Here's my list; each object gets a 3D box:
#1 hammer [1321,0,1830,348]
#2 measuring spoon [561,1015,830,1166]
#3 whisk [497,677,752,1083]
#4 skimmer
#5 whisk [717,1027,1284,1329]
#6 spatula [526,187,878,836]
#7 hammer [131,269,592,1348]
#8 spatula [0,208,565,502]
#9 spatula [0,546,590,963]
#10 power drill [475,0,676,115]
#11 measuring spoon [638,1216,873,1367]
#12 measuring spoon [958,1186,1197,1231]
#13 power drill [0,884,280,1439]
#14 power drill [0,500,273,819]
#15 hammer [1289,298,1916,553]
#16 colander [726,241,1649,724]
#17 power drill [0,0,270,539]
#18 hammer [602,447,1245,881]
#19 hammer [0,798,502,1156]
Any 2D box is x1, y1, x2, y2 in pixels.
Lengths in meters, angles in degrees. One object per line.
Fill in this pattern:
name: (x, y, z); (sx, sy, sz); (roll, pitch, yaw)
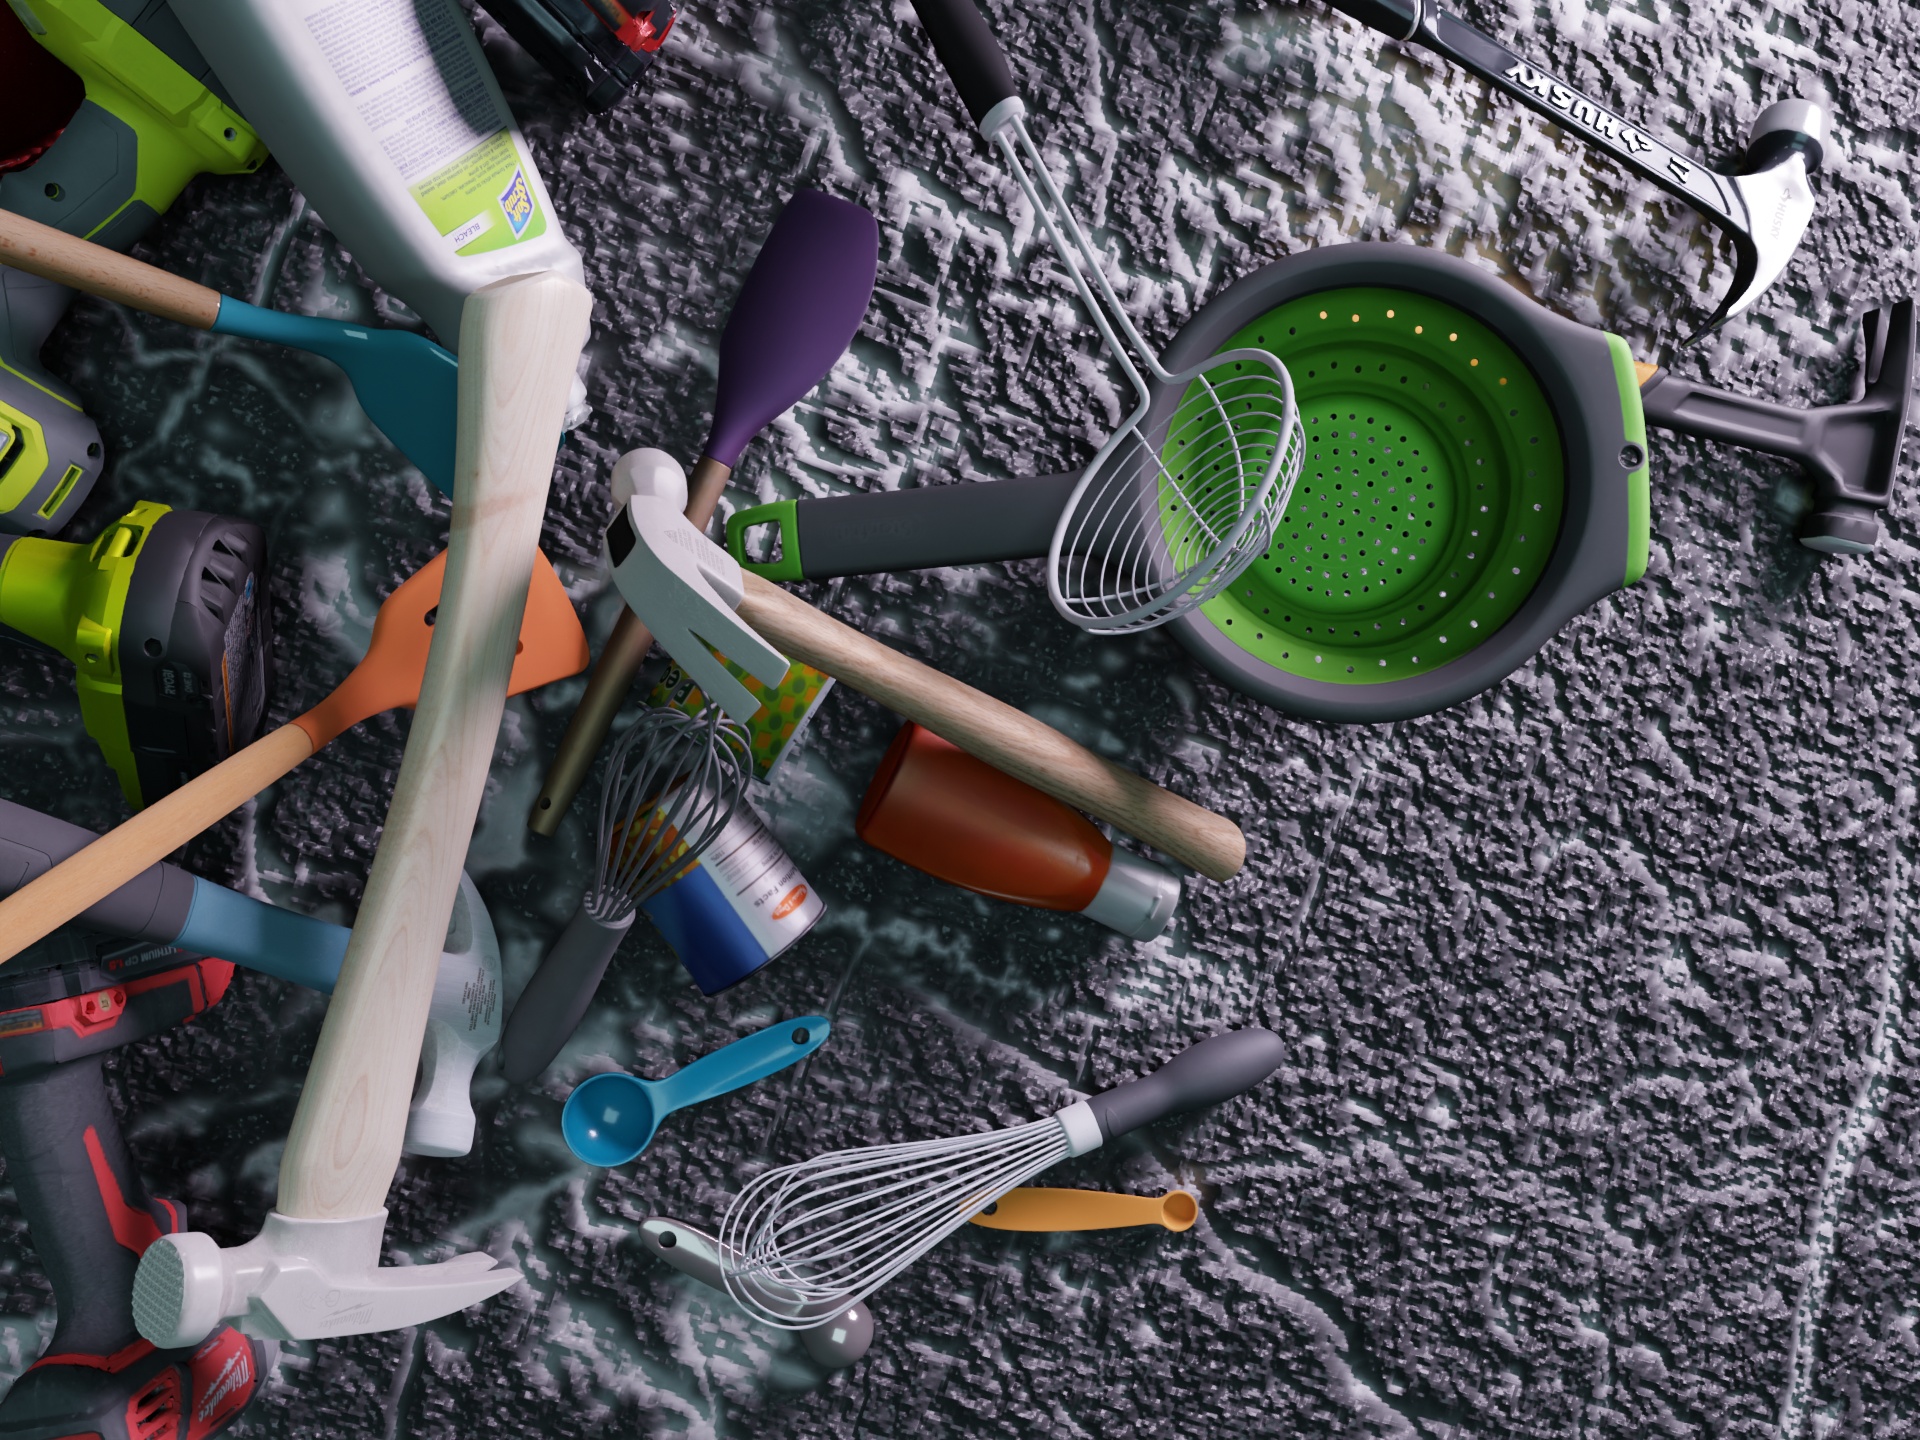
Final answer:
hammer: (0.222, -0.318, 0.745); (0.409, 0.036, 0.149); (27, 69, -7)
measuring spoon: (-0.121, 0.164, 0.730); (0.128, 0.021, 0.042); (-21, 95, -18)
whisk: (-0.146, 0.075, 0.652); (0.055, 0.055, 0.239); (28, 123, -10)
skimmer: (0.027, -0.204, 0.651); (0.127, 0.090, 0.363); (-35, 73, 35)
whisk: (0.026, 0.203, 0.738); (0.284, 0.070, 0.070); (-19, 96, -13)
spatula: (-0.119, -0.092, 0.713); (0.060, 0.018, 0.316); (26, 89, 14)
hammer: (-0.196, 0.029, 0.620); (0.146, 0.038, 0.411); (17, 83, -50)
spatula: (-0.306, -0.154, 0.594); (0.317, 0.082, 0.044); (16, 59, -38)
spatula: (-0.259, 0.017, 0.591); (0.041, 0.323, 0.081); (-14, 111, 32)
power drill: (-0.097, -0.362, 0.648); (0.226, 0.188, 0.080); (-43, 113, 12)
measuring spoon: (-0.095, 0.264, 0.735); (0.124, 0.018, 0.034); (32, 87, -9)
measuring spoon: (0.056, 0.234, 0.766); (0.117, 0.011, 0.021); (3, 90, -7)
power drill: (-0.330, 0.184, 0.633); (0.078, 0.143, 0.220); (-11, 89, 8)
power drill: (-0.393, -0.032, 0.613); (0.223, 0.171, 0.080); (10, 48, -12)
hammer: (0.309, -0.175, 0.779); (0.336, 0.034, 0.127); (10, 91, -10)
colander: (0.095, -0.095, 0.728); (0.397, 0.094, 0.204); (-5, 91, 8)
power drill: (-0.379, -0.203, 0.597); (0.190, 0.080, 0.228); (38, 82, -46)
hammer: (-0.001, -0.002, 0.677); (0.331, 0.130, 0.031); (28, 114, -28)
hammer: (-0.299, 0.066, 0.580); (0.330, 0.033, 0.128); (35, 50, -49)
